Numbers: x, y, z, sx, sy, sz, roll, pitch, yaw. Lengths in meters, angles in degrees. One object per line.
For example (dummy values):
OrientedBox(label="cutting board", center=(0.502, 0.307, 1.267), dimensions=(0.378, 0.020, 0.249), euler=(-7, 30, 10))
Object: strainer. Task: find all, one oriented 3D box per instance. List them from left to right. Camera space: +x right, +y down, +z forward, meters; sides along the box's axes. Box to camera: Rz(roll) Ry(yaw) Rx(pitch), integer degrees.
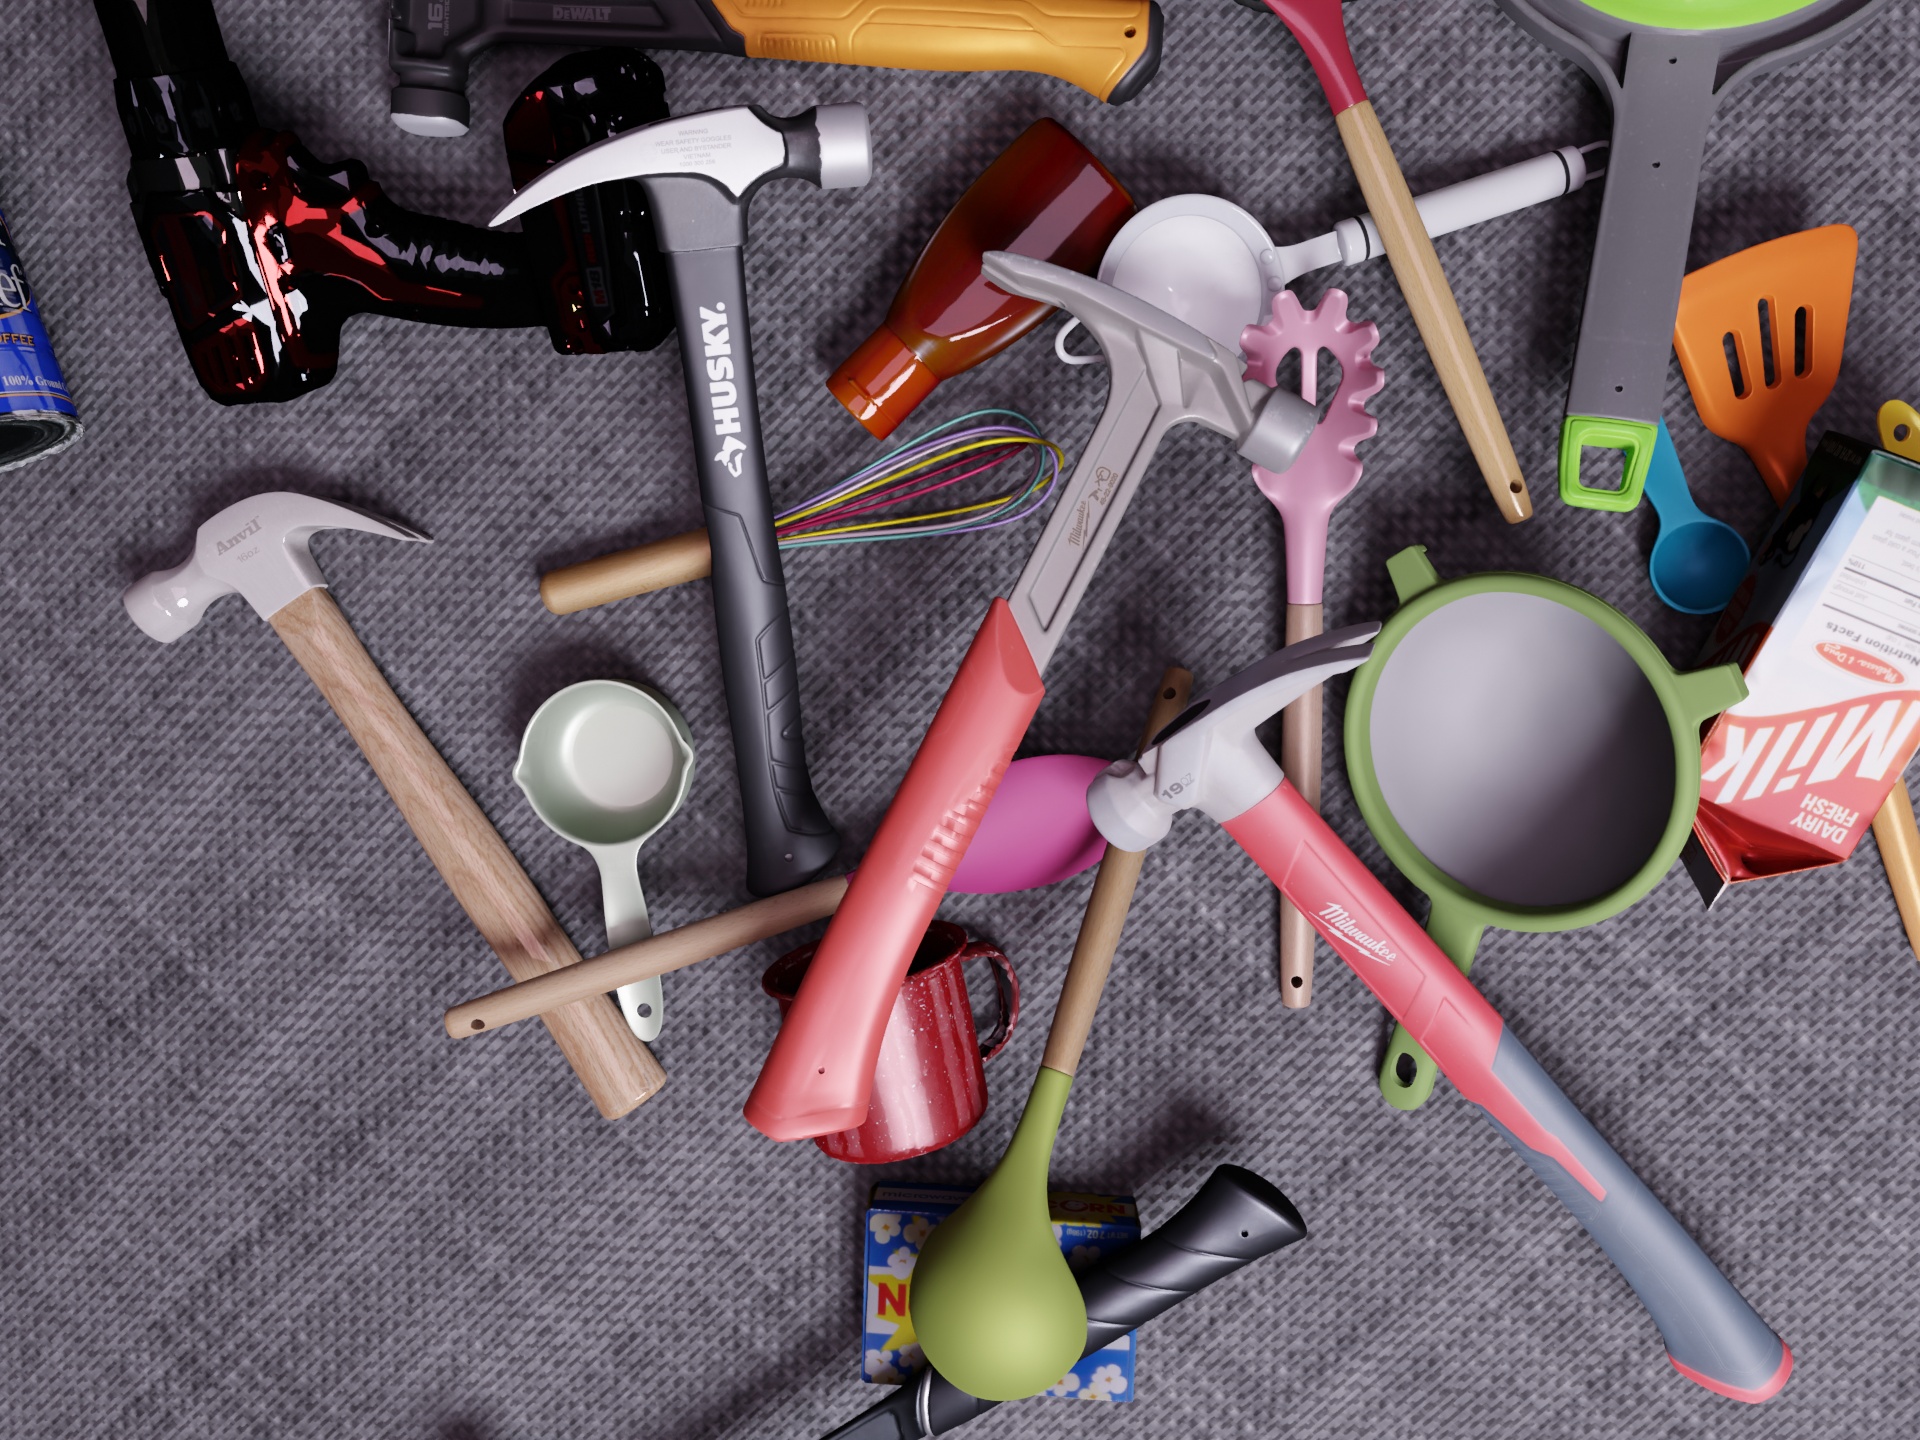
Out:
OrientedBox(label="strainer", center=(0.159, -0.202, 0.683), dimensions=(0.258, 0.050, 0.086), euler=(-18, 111, 0))
OrientedBox(label="strainer", center=(0.236, 0.055, 0.691), dimensions=(0.152, 0.069, 0.256), euler=(29, 122, 36))

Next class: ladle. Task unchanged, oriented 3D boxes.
OrientedBox(label="ladle", center=(0.053, 0.128, 0.688), dimensions=(0.078, 0.062, 0.320), euler=(12, 74, 25))
OrientedBox(label="ladle", center=(0.172, -0.227, 0.650), dimensions=(0.069, 0.031, 0.315), euler=(-25, 97, -5))

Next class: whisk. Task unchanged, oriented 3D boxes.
OrientedBox(label="whisk", center=(-0.074, -0.089, 0.708), dimensions=(0.245, 0.047, 0.051), euler=(-14, 96, 8))

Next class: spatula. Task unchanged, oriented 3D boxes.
OrientedBox(label="spatula", center=(0.379, -0.045, 0.683), dimensions=(0.081, 0.041, 0.322), euler=(-18, 95, 7))

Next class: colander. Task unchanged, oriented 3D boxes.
OrientedBox(label="colander", center=(0.283, -0.282, 0.610), dimensions=(0.204, 0.094, 0.397), euler=(9, 90, 12))

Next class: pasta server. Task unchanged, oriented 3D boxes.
OrientedBox(label="pasta server", center=(0.149, -0.023, 0.691), dimensions=(0.060, 0.040, 0.316), euler=(2, 102, 13))

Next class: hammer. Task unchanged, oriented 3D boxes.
OrientedBox(label="hammer", center=(-0.240, 0.040, 0.737), dimensions=(0.130, 0.031, 0.331), euler=(-34, 93, 7))
OrientedBox(label="hammer", center=(-0.097, -0.076, 0.664), dimensions=(0.146, 0.035, 0.334), euler=(-8, 114, -9))
OrientedBox(label="hammer", center=(-0.080, -0.311, 0.690), dimensions=(0.337, 0.034, 0.127), euler=(5, 97, 3))
OrientedBox(label="hammer", center=(-0.027, 0.319, 0.711), dimensions=(0.409, 0.036, 0.149), euler=(-33, 94, 7))
OrientedBox(label="hammer", center=(-0.001, -0.002, 0.636), dimensions=(0.149, 0.036, 0.359), euler=(27, 89, 0))
OrientedBox(label="hammer", center=(0.228, 0.133, 0.654), dimensions=(0.386, 0.038, 0.143), euler=(47, 127, -7))

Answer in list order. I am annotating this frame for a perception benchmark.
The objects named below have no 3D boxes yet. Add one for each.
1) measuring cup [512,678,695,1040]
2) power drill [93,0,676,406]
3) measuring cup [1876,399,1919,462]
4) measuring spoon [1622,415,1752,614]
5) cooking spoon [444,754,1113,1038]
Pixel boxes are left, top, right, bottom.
OrientedBox(label="measuring cup", center=(-0.153, 0.062, 0.731), dimensions=(0.083, 0.038, 0.167), euler=(-7, 97, 4))
OrientedBox(label="power drill", center=(-0.238, -0.232, 0.663), dimensions=(0.226, 0.080, 0.187), euler=(-3, 118, 6))
OrientedBox(label="measuring cup", center=(0.421, -0.068, 0.674), dimensions=(0.062, 0.029, 0.156), euler=(-34, 100, 2))
OrientedBox(label="measuring spoon", center=(0.304, -0.106, 0.697), dimensions=(0.042, 0.021, 0.128), euler=(-22, 85, 7))
OrientedBox(label="cooking spoon", center=(-0.073, 0.084, 0.708), dimensions=(0.319, 0.017, 0.068), euler=(-18, 119, -4))
